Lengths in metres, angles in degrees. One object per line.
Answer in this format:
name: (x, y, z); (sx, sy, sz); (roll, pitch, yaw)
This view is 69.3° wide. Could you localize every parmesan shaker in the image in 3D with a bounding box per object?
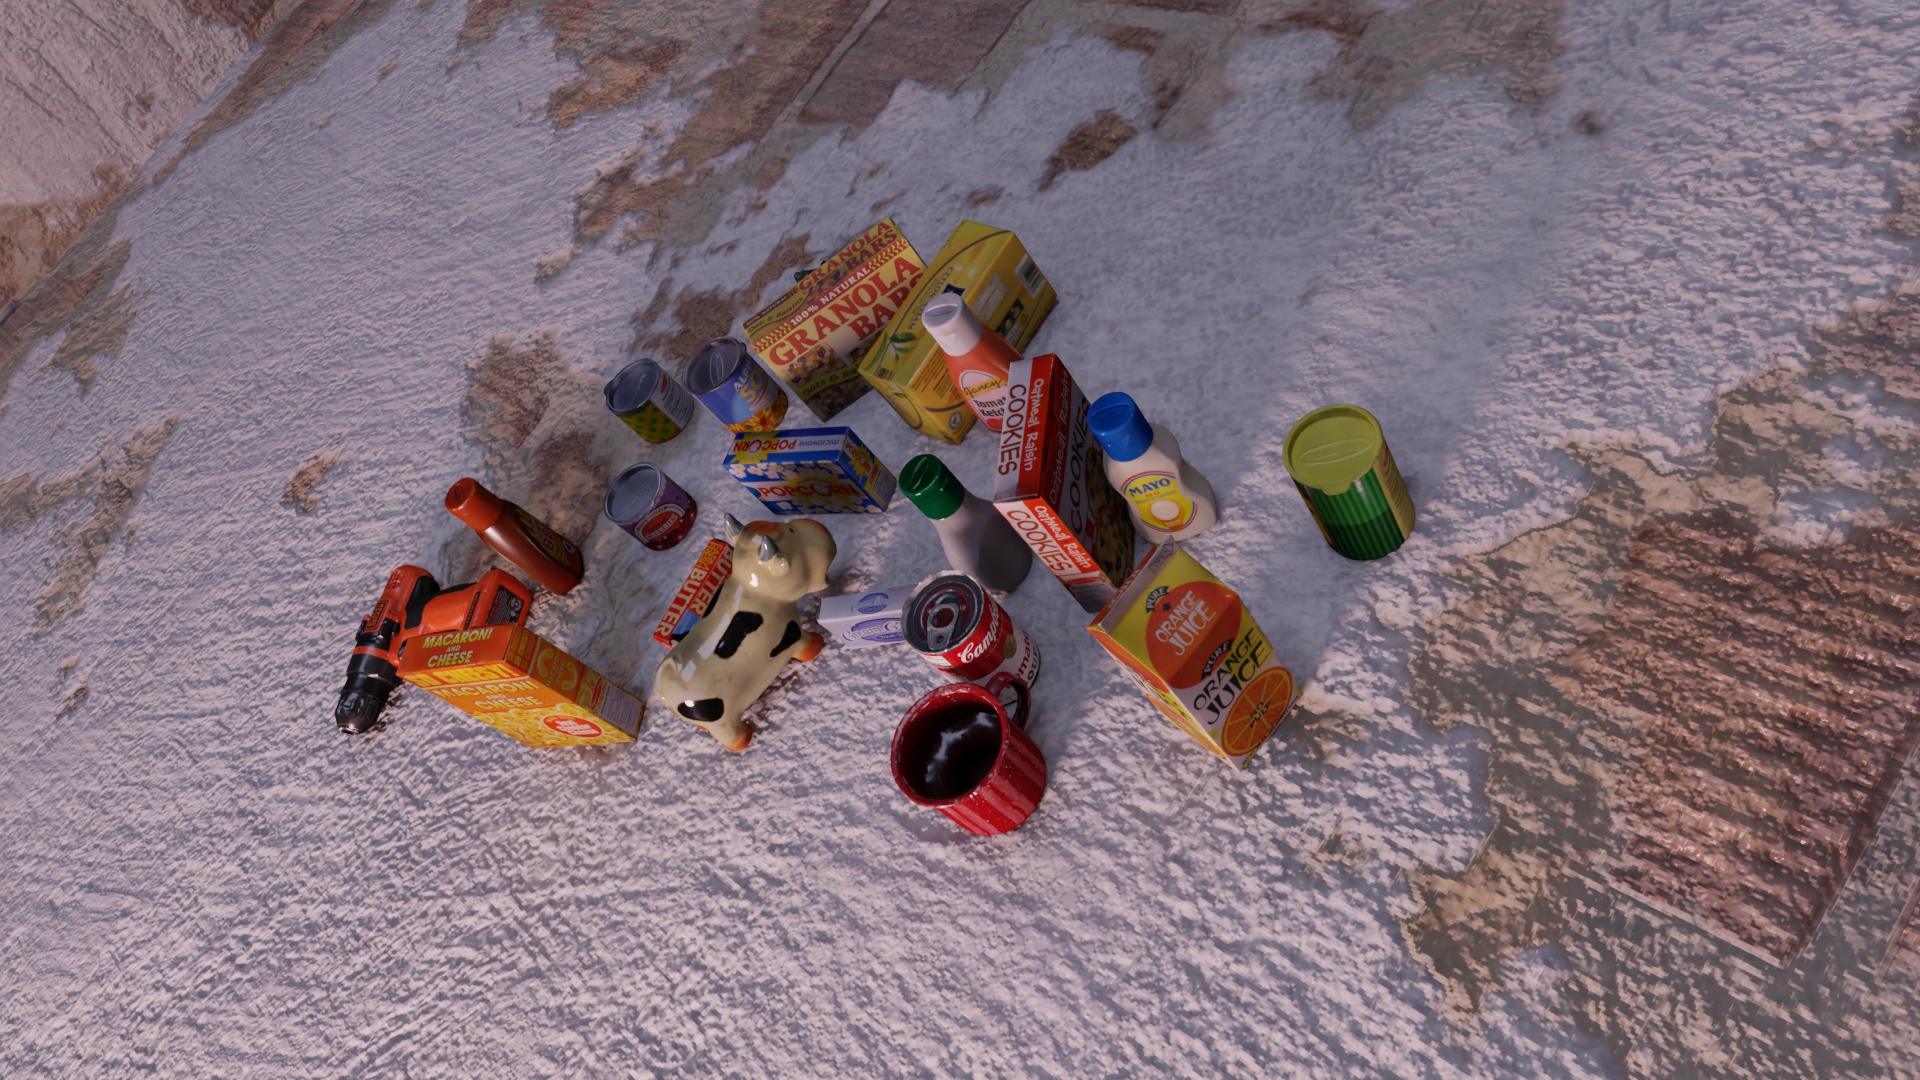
parmesan shaker: (0.266, -0.036, 0.948); (0.071, 0.103, 0.071); (-16, 53, 22)

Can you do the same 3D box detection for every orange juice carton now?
orange juice carton: (0.146, 0.069, 0.891); (0.072, 0.192, 0.073); (-50, 48, -6)

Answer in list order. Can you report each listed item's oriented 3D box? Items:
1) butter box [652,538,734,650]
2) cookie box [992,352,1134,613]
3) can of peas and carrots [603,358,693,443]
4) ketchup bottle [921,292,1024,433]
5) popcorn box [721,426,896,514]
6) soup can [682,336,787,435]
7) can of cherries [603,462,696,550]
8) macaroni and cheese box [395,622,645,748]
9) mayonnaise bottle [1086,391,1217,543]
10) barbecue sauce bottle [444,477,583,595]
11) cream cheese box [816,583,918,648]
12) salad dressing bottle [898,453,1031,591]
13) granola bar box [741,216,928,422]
butter box: (-0.222, 0.055, 1.217); (0.024, 0.053, 0.104); (15, 69, 37)
cookie box: (0.082, -0.039, 1.019); (0.040, 0.167, 0.123); (-10, 56, 26)
can of peas and carrots: (-0.314, -0.139, 1.398); (0.071, 0.058, 0.071); (-16, 53, 22)
ketchup bottle: (0.019, -0.145, 1.140); (0.064, 0.148, 0.044); (-7, 57, 28)
popcorn box: (-0.131, -0.060, 1.217); (0.126, 0.085, 0.038); (0, 61, 31)
soup can: (-0.211, -0.144, 1.322); (0.071, 0.083, 0.072); (-16, 53, 22)
can of cherries: (-0.292, -0.030, 1.312); (0.071, 0.058, 0.072); (-16, 53, 22)
macaroni and cheese box: (-0.371, 0.126, 1.183); (0.123, 0.166, 0.040); (-9, 57, 27)
mayonnaise bottle: (0.136, -0.052, 1.008); (0.064, 0.147, 0.041); (-17, 53, 21)
barbecue sauce bottle: (-0.422, -0.006, 1.314); (0.043, 0.148, 0.065); (-36, 48, 6)
cream cheese box: (-0.057, 0.061, 1.113); (0.103, 0.053, 0.024); (-9, 56, 26)
salad dressing bottle: (0.004, -0.013, 1.062); (0.044, 0.147, 0.064); (13, 68, 37)
granola bar box: (-0.096, -0.199, 1.262); (0.165, 0.124, 0.039); (-35, 49, 7)
